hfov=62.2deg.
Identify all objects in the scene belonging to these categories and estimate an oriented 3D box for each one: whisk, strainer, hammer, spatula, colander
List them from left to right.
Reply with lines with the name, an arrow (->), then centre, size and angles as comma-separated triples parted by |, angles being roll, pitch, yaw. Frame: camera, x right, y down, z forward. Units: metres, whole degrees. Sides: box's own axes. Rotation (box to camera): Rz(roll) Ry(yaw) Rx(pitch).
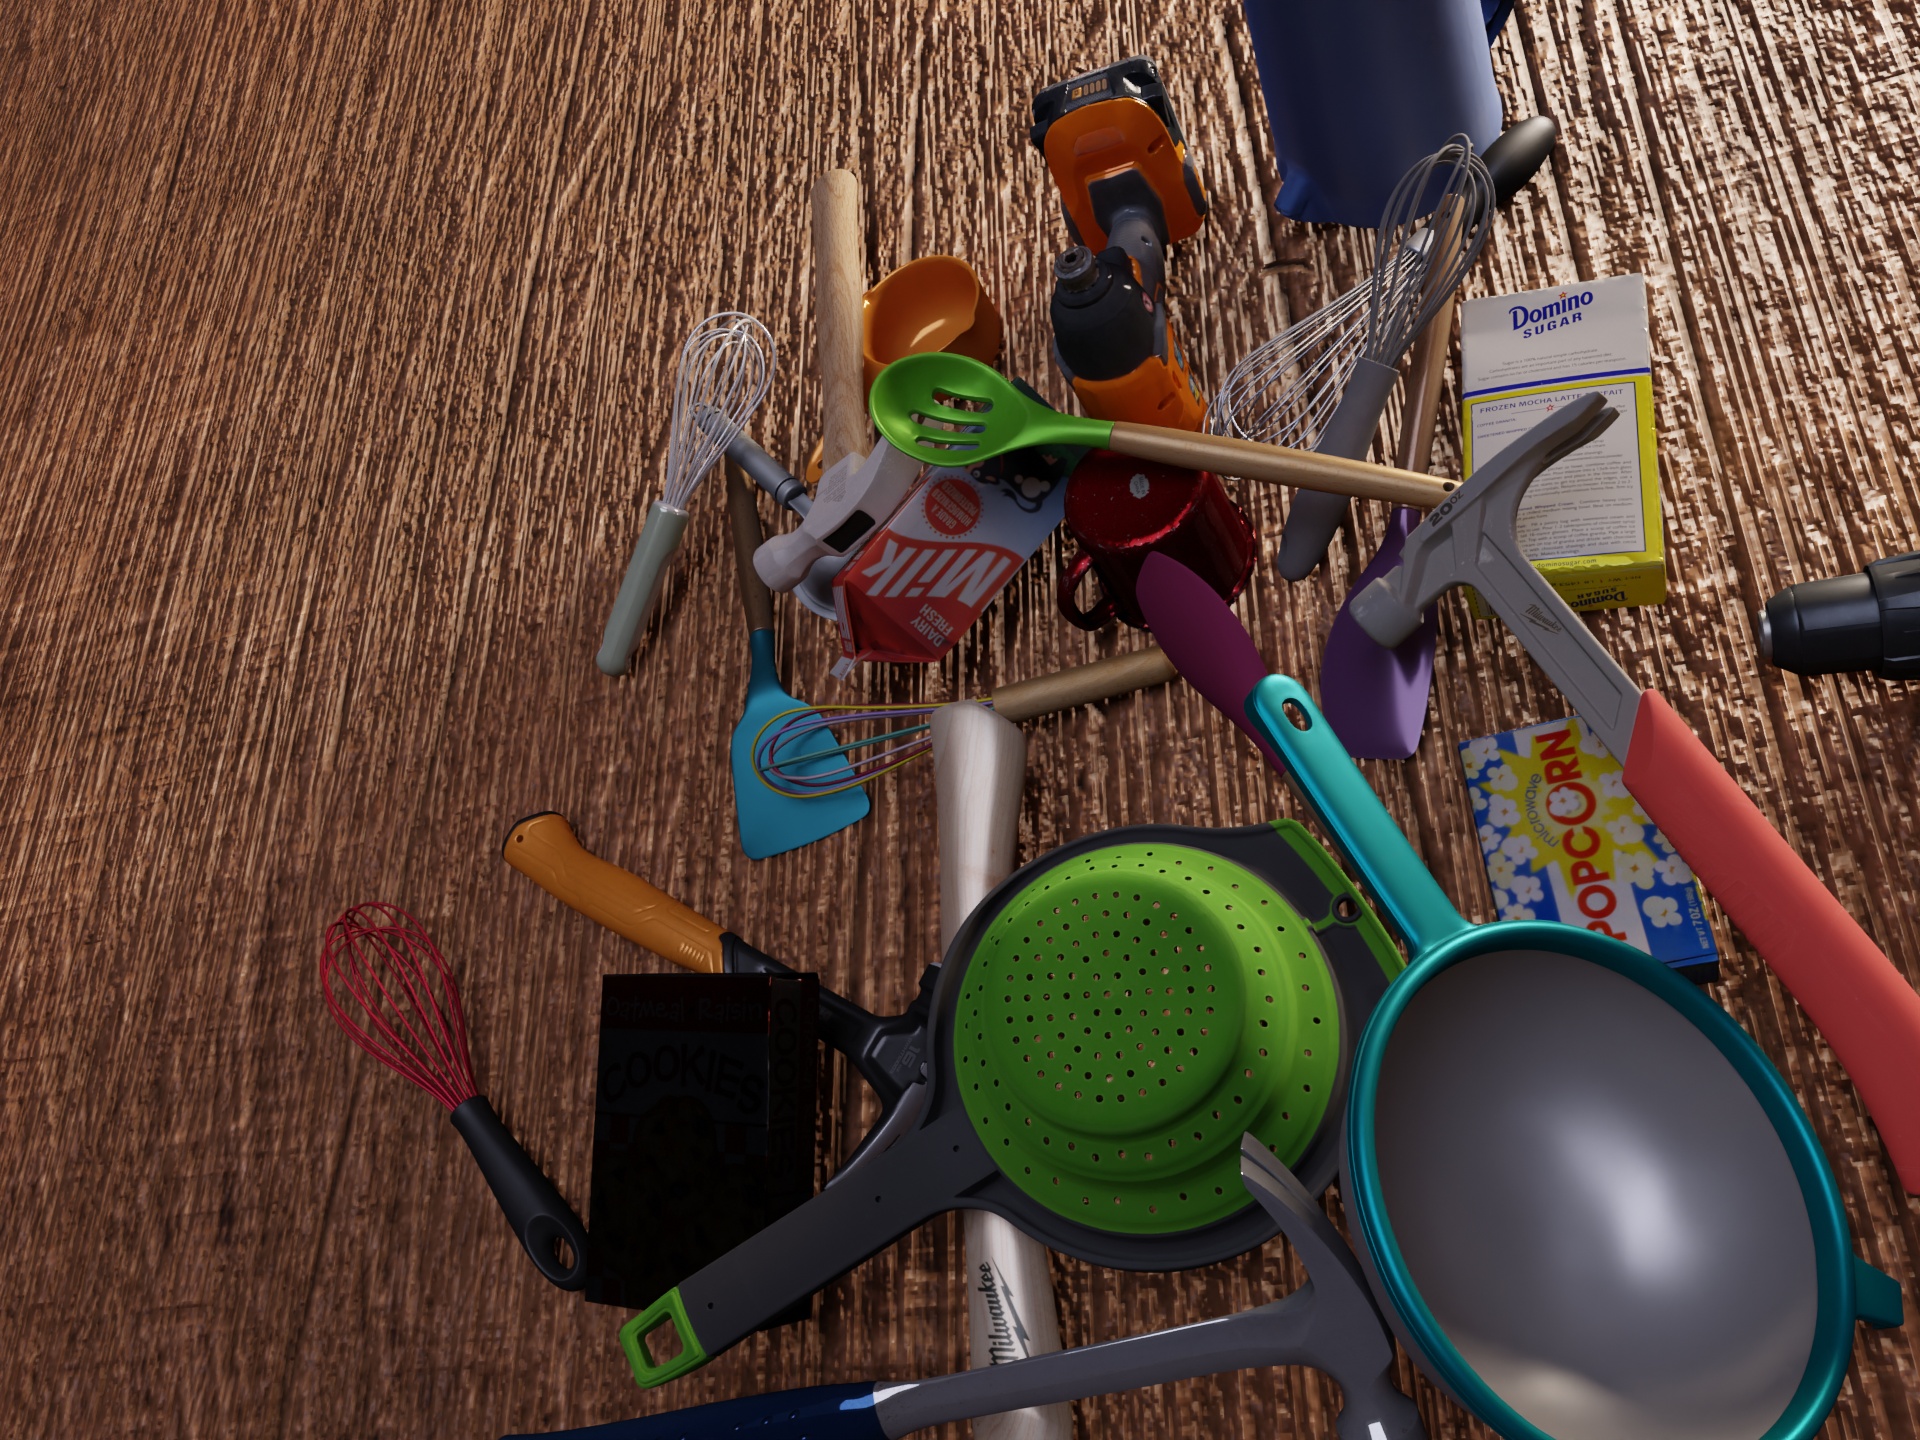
whisk -> -0.292, 0.210, 0.917 | 0.073, 0.073, 0.296 | -45, 61, -1
whisk -> -0.180, -0.142, 1.012 | 0.059, 0.058, 0.246 | 22, 97, -4
hammer -> -0.148, 0.135, 0.895 | 0.337, 0.034, 0.127 | 23, 76, 33
spatula -> -0.123, -0.065, 0.993 | 0.082, 0.044, 0.318 | -22, 53, 13
strainer -> -0.103, -0.139, 0.998 | 0.087, 0.050, 0.259 | -34, 54, -18
hammer -> -0.072, -0.233, 0.976 | 0.130, 0.031, 0.332 | -32, 45, 30
hammer -> -0.024, 0.283, 0.668 | 0.405, 0.035, 0.144 | -18, 97, 16
whisk -> -0.002, -0.005, 0.878 | 0.245, 0.051, 0.047 | -15, 76, 10
hammer -> 0.005, 0.185, 0.763 | 0.146, 0.038, 0.411 | -10, 65, 13
colander -> 0.005, 0.174, 0.693 | 0.397, 0.094, 0.205 | -33, 62, 2
whisk -> 0.215, -0.184, 0.828 | 0.055, 0.055, 0.239 | 30, 108, 34
whisk -> 0.238, -0.238, 0.887 | 0.284, 0.070, 0.070 | -46, 55, -8
spatula -> 0.234, -0.132, 0.832 | 0.060, 0.018, 0.316 | 3, 75, 37
strainer -> 0.197, 0.140, 0.643 | 0.211, 0.095, 0.341 | -19, 67, -28
hammer -> 0.312, 0.029, 0.658 | 0.149, 0.036, 0.359 | -44, 55, 24

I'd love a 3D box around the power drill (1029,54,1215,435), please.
power drill -> 0.090, -0.268, 0.907 | 0.084, 0.164, 0.227 | -12, 59, 21

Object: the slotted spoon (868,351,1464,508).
slotted spoon -> 0.102, -0.139, 0.812 | 0.314, 0.031, 0.070 | 13, 67, 17

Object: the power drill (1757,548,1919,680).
power drill -> 0.440, 0.021, 0.641 | 0.190, 0.080, 0.229 | -8, 60, 23

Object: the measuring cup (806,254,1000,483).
measuring cup -> -0.039, -0.210, 1.006 | 0.095, 0.052, 0.174 | 24, 78, 35

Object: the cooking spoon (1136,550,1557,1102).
cooking spoon -> 0.174, 0.043, 0.758 | 0.017, 0.068, 0.319 | -24, 64, -23
